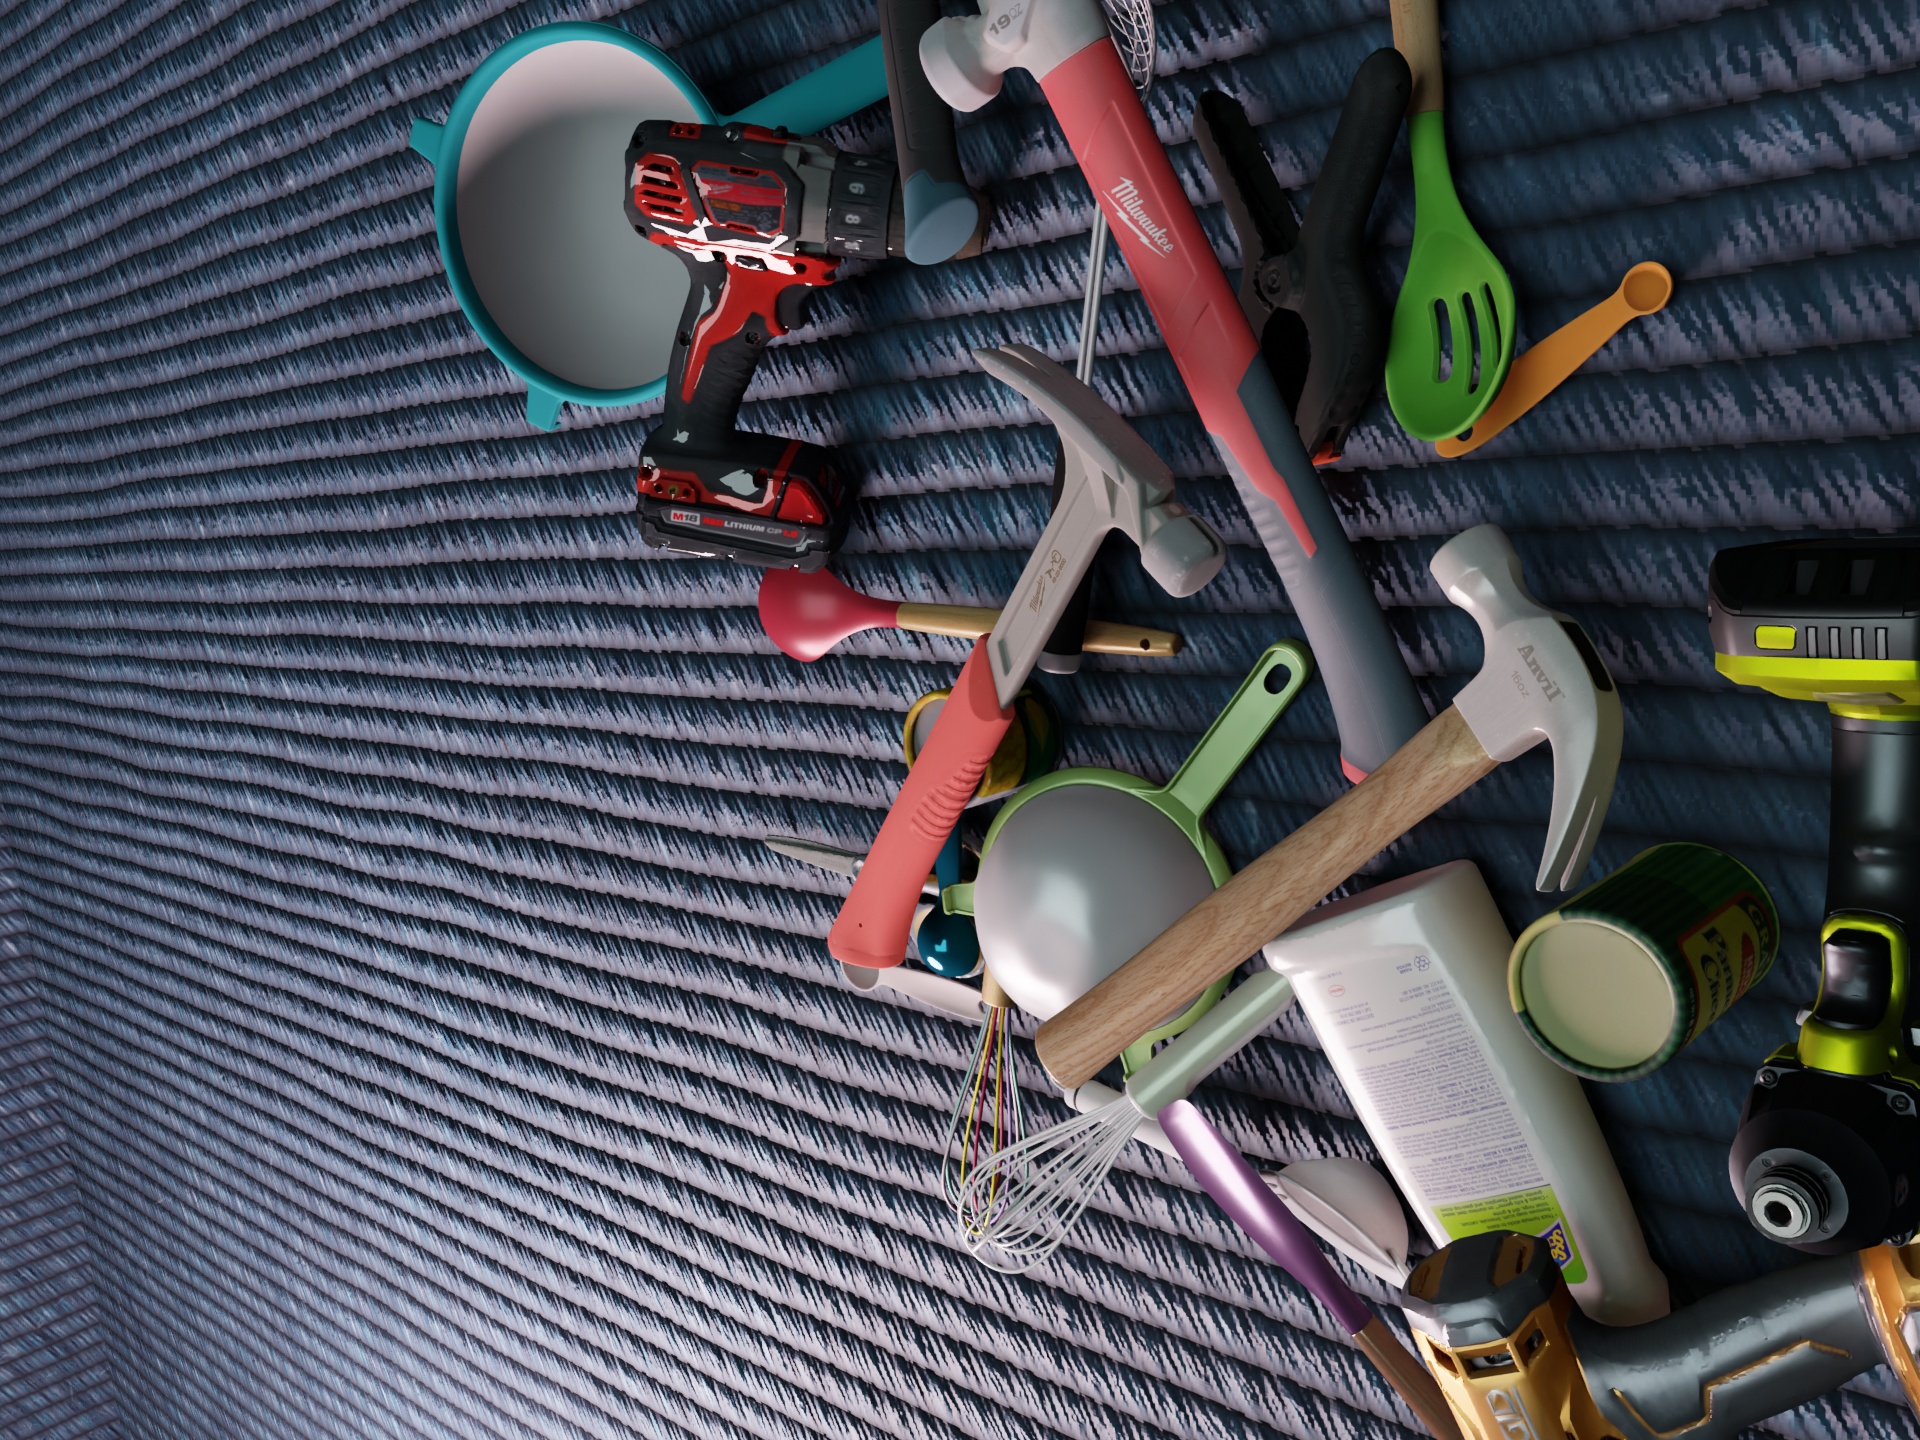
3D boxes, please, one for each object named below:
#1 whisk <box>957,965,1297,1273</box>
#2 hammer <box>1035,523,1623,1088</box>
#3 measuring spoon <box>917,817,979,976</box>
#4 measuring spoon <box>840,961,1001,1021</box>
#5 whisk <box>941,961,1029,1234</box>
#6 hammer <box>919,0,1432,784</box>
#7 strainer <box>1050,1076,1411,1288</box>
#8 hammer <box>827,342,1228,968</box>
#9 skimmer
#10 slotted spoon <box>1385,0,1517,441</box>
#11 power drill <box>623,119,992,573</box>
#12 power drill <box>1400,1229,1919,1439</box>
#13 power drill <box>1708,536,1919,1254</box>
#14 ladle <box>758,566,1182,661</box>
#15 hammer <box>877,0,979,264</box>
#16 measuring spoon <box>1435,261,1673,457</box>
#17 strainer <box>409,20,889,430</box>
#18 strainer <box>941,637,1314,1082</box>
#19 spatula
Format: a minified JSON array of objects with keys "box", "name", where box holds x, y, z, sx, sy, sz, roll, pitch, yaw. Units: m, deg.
[{"box":[0.087,0.197,0.802,0.246,0.057,0.059,-45,68,19],"name":"whisk"},{"box":[0.139,0.072,0.681,0.331,0.031,0.130,-47,56,37],"name":"hammer"},{"box":[-0.013,0.088,0.901,0.042,0.021,0.128,11,111,40],"name":"measuring spoon"},{"box":[-0.021,0.158,0.961,0.124,0.018,0.034,13,110,34],"name":"measuring spoon"},{"box":[0.023,0.180,0.902,0.051,0.047,0.245,9,104,9],"name":"whisk"},{"box":[0.127,-0.143,0.659,0.143,0.038,0.386,-21,100,37],"name":"hammer"},{"box":[0.138,0.222,0.804,0.259,0.050,0.086,14,150,46],"name":"strainer"},{"box":[-0.001,-0.003,0.789,0.149,0.036,0.358,50,134,24],"name":"hammer"},{"box":[0.033,-0.200,0.753,0.127,0.090,0.363,-122,34,-70],"name":"skimmer"},{"box":[0.187,-0.271,0.643,0.070,0.031,0.314,1,99,61],"name":"slotted spoon"},{"box":[-0.087,-0.199,0.856,0.188,0.080,0.226,9,120,1],"name":"power drill"},{"box":[0.304,0.269,0.593,0.226,0.084,0.185,-24,93,29],"name":"power drill"},{"box":[0.298,0.053,0.522,0.080,0.171,0.223,4,100,43],"name":"power drill"},{"box":[-0.011,-0.056,0.888,0.315,0.031,0.069,9,106,40],"name":"ladle"},{"box":[-0.030,-0.384,0.773,0.128,0.033,0.331,-19,75,51],"name":"hammer"},{"box":[0.237,-0.142,0.641,0.117,0.011,0.021,-41,66,45],"name":"measuring spoon"},{"box":[-0.144,-0.314,0.916,0.340,0.095,0.211,-17,100,26],"name":"strainer"},{"box":[0.086,0.065,0.781,0.151,0.069,0.256,42,121,16],"name":"strainer"},{"box":[0.203,0.301,0.738,0.316,0.018,0.059,48,153,10],"name":"spatula"}]
